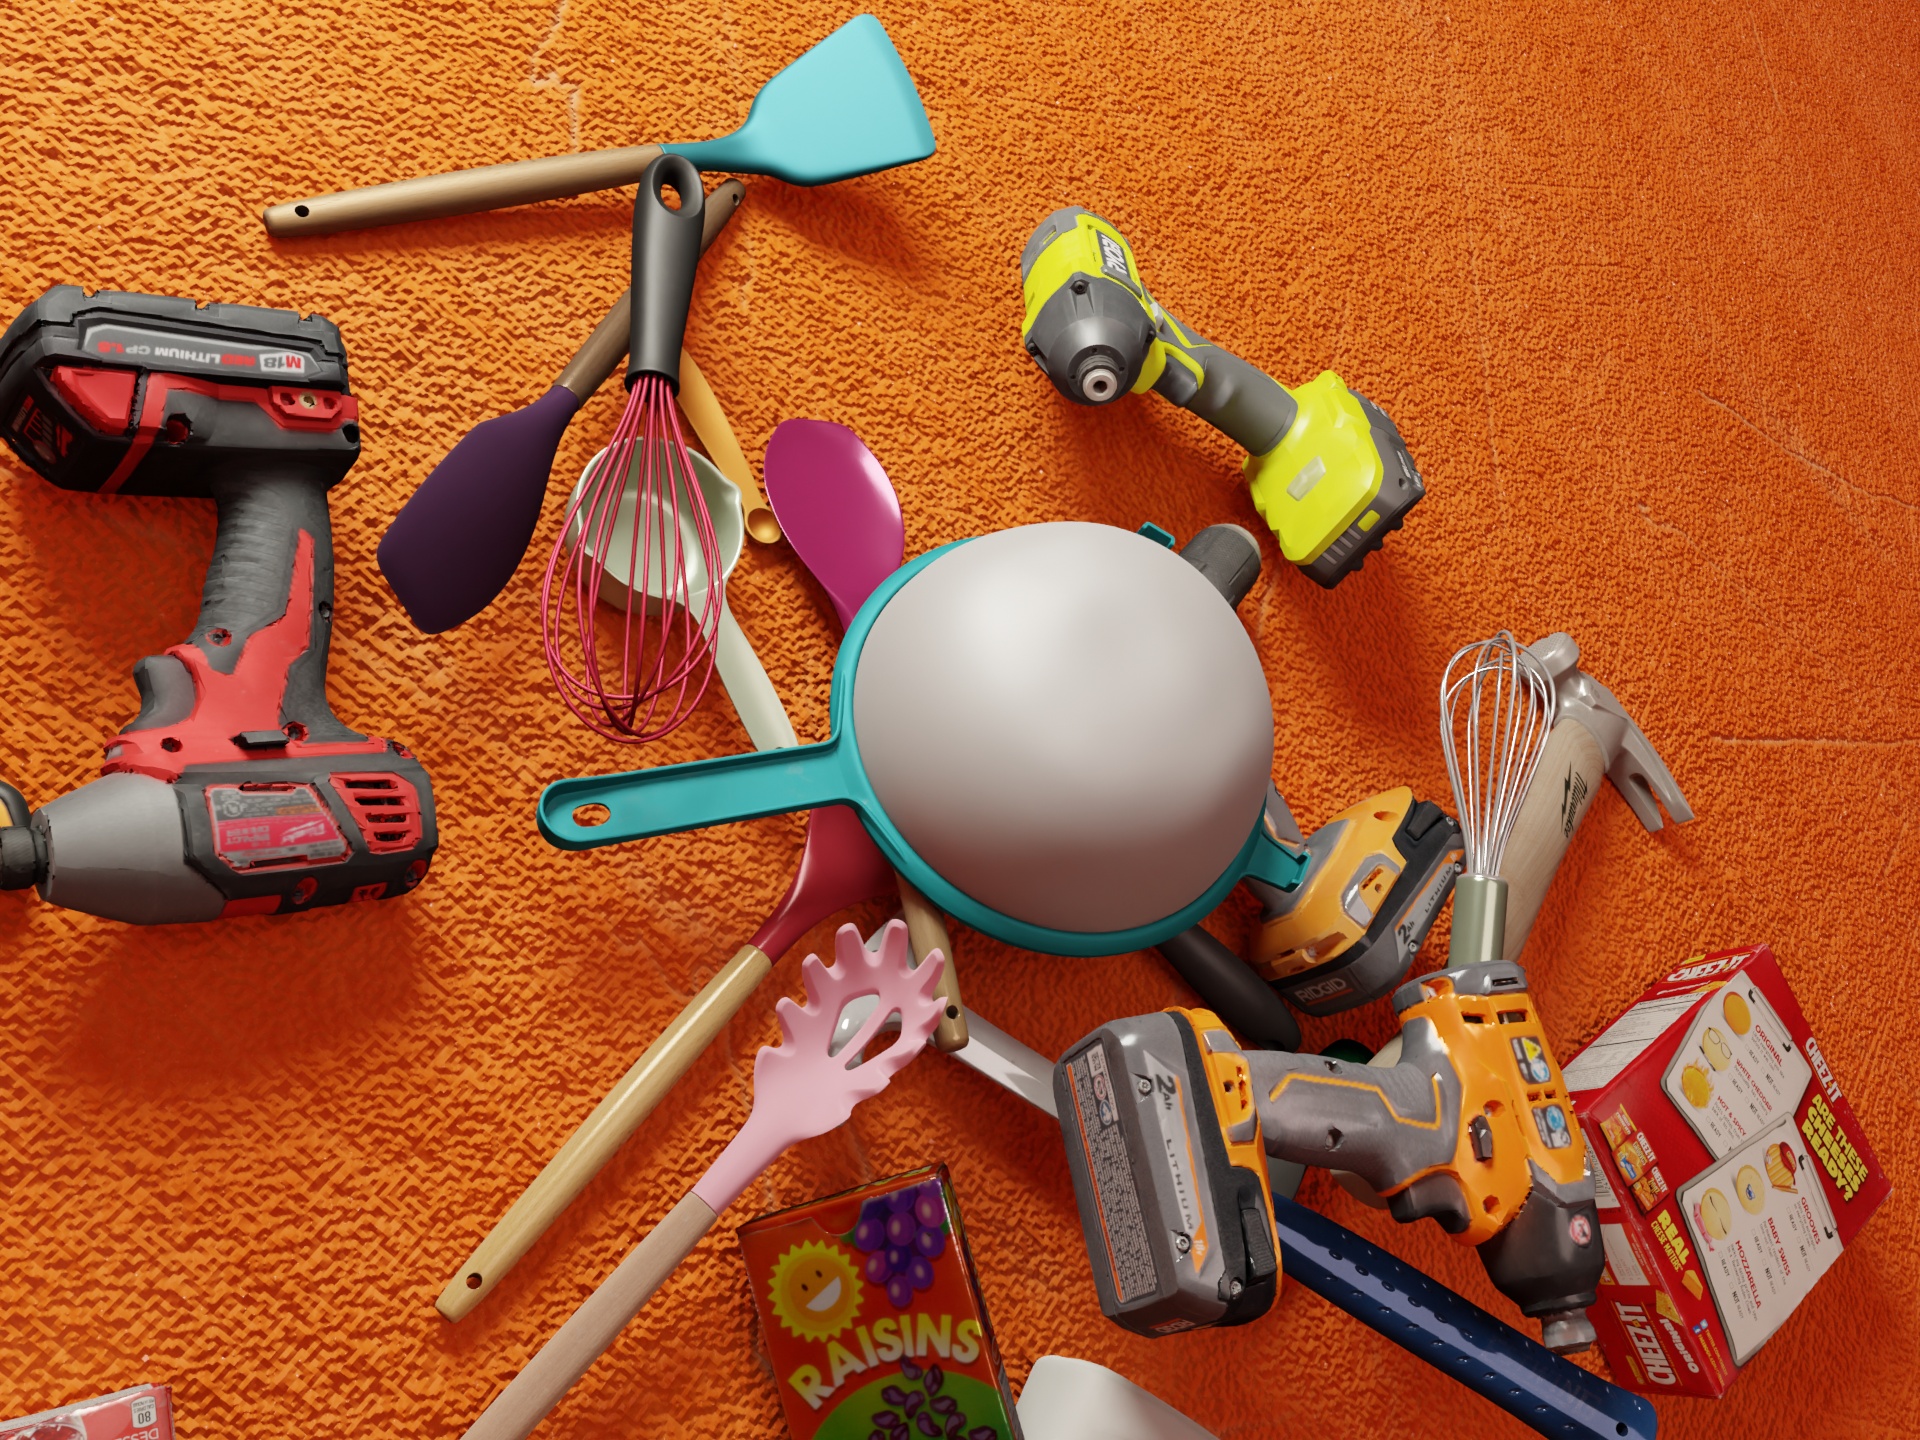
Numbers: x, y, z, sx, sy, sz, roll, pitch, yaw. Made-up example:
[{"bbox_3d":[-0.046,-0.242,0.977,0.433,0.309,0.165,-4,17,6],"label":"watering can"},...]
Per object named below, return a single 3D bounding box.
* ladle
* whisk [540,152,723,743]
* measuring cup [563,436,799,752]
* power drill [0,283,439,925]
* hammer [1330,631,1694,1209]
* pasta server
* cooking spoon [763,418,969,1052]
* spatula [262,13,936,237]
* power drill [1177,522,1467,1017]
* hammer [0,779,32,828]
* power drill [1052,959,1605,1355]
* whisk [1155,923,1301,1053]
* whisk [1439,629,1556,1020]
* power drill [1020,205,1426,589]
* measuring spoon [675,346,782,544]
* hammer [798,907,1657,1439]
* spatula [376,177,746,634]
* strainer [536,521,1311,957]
[{"bbox_3d":[-0.099,0.118,0.664,0.069,0.031,0.315,40,59,3],"label":"ladle"},{"bbox_3d":[-0.130,-0.124,0.667,0.073,0.073,0.296,13,61,-27],"label":"whisk"},{"bbox_3d":[-0.117,-0.043,0.704,0.083,0.038,0.167,-27,90,-35],"label":"measuring cup"},{"bbox_3d":[-0.278,-0.036,0.574,0.143,0.078,0.220,-5,79,-42],"label":"power drill"},{"bbox_3d":[0.304,0.113,0.872,0.146,0.038,0.411,51,49,-8],"label":"hammer"},{"bbox_3d":[-0.116,0.200,0.595,0.060,0.040,0.316,35,64,20],"label":"pasta server"},{"bbox_3d":[-0.038,-0.006,0.720,0.068,0.017,0.319,0,62,-28],"label":"cooking spoon"},{"bbox_3d":[-0.161,-0.264,0.740,0.317,0.044,0.082,-22,86,-30],"label":"spatula"},{"bbox_3d":[0.156,0.016,0.823,0.226,0.084,0.185,45,55,-5],"label":"power drill"},{"bbox_3d":[-0.450,0.093,0.459,0.337,0.034,0.127,-22,84,-34],"label":"hammer"},{"bbox_3d":[0.165,0.190,0.659,0.226,0.084,0.164,-1,64,-23],"label":"power drill"},{"bbox_3d":[0.085,0.090,0.775,0.238,0.055,0.055,43,57,-17],"label":"whisk"},{"bbox_3d":[0.257,0.072,0.784,0.058,0.059,0.246,10,74,2],"label":"whisk"},{"bbox_3d":[0.132,-0.168,0.841,0.223,0.080,0.171,29,31,-20],"label":"power drill"},{"bbox_3d":[-0.118,-0.133,0.752,0.021,0.011,0.117,-24,83,-40],"label":"measuring spoon"},{"bbox_3d":[0.125,0.208,0.702,0.405,0.035,0.144,32,57,0],"label":"hammer"},{"bbox_3d":[-0.161,-0.154,0.698,0.059,0.018,0.316,69,33,-41],"label":"spatula"},{"bbox_3d":[-0.001,-0.002,0.661,0.340,0.095,0.211,-9,67,-26],"label":"strainer"}]
